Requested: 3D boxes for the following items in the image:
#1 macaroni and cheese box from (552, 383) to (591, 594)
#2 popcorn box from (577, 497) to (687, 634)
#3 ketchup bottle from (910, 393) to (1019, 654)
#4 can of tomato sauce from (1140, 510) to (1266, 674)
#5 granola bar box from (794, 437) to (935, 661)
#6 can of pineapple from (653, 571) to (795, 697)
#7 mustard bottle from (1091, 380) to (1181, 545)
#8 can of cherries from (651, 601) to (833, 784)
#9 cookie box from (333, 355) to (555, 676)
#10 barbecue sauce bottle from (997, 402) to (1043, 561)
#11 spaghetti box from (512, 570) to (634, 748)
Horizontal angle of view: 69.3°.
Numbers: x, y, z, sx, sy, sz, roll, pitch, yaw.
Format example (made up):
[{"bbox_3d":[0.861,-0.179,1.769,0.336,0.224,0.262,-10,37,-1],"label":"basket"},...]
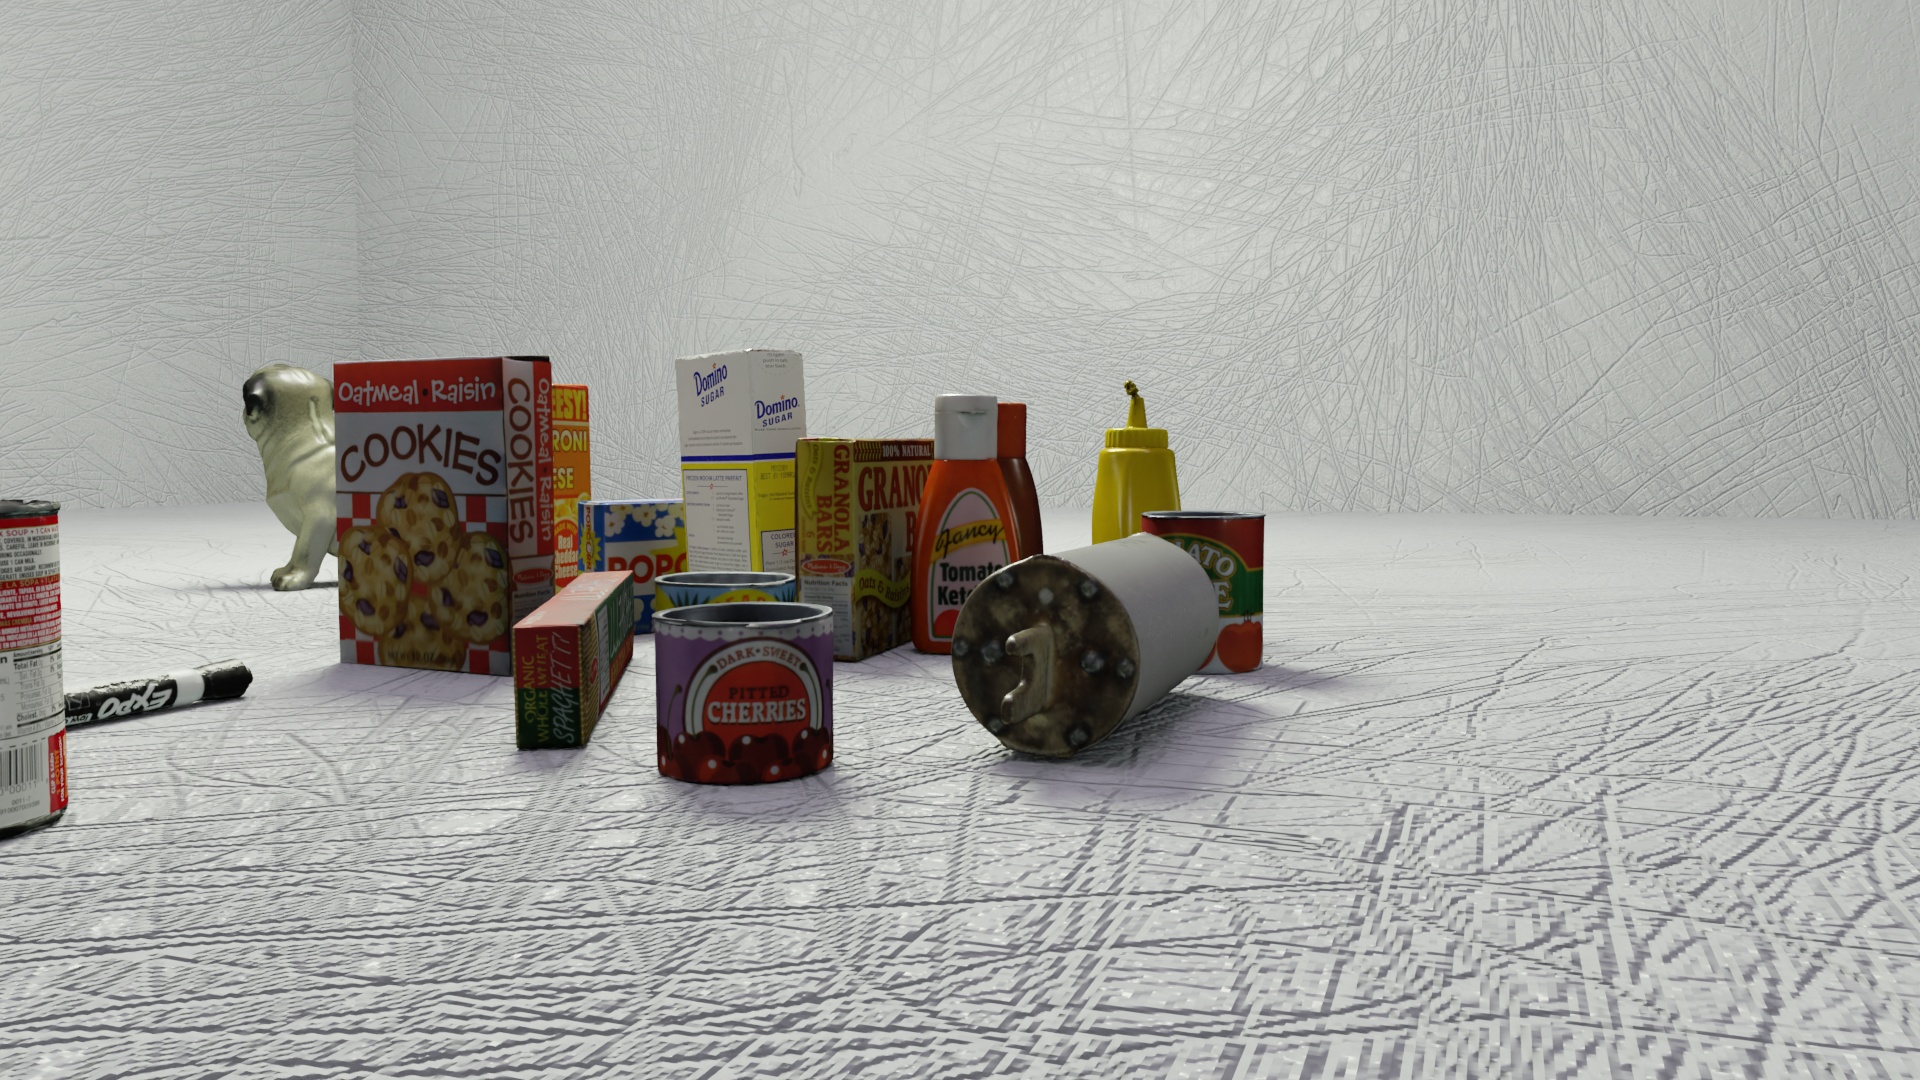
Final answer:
[{"bbox_3d":[-0.315,-0.032,1.000,0.040,0.166,0.124,1,4,19],"label":"macaroni and cheese box"},{"bbox_3d":[-0.187,0.015,0.913,0.127,0.085,0.038,-3,5,-43],"label":"popcorn box"},{"bbox_3d":[0.003,-0.010,0.805,0.065,0.148,0.043,-1,3,-11],"label":"ketchup bottle"},{"bbox_3d":[0.129,0.026,0.748,0.071,0.083,0.071,0,3,0],"label":"can of tomato sauce"},{"bbox_3d":[-0.049,0.000,0.840,0.039,0.124,0.166,1,4,18],"label":"granola bar box"},{"bbox_3d":[-0.110,0.046,0.653,0.071,0.058,0.071,0,4,0],"label":"can of pineapple"},{"bbox_3d":[0.111,-0.020,0.869,0.049,0.160,0.065,-1,3,-18],"label":"mustard bottle"},{"bbox_3d":[-0.079,0.055,0.513,0.071,0.058,0.071,0,4,0],"label":"can of cherries"},{"bbox_3d":[-0.280,-0.016,0.753,0.123,0.167,0.040,1,4,25],"label":"cookie box"},{"bbox_3d":[0.027,-0.020,0.954,0.065,0.148,0.044,3,4,40],"label":"barbecue sauce bottle"},{"bbox_3d":[-0.179,0.049,0.663,0.029,0.050,0.250,-1,4,-9],"label":"spaghetti box"}]
